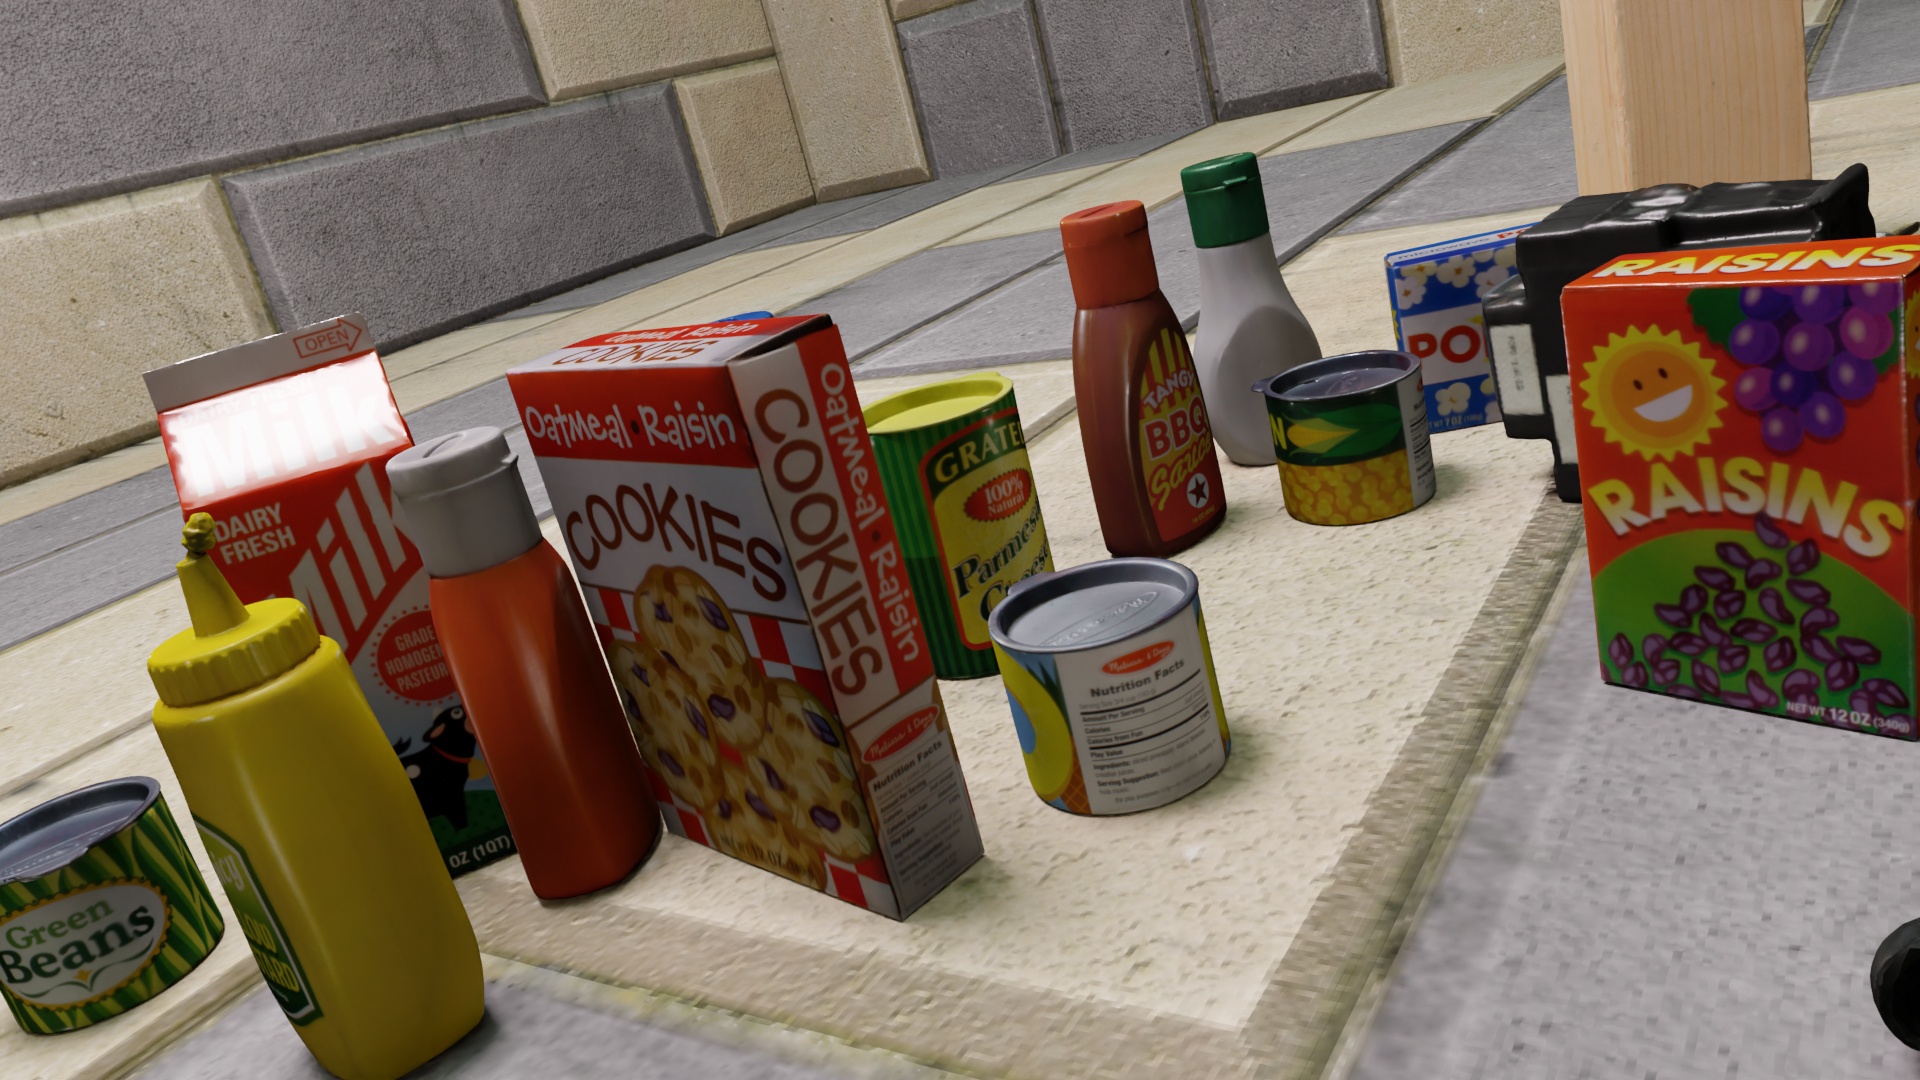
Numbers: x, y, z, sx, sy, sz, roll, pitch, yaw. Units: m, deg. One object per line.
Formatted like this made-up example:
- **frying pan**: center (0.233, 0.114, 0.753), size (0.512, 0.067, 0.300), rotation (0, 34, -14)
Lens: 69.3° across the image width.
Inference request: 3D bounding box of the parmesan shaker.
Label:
- **parmesan shaker**: center (0.002, -0.007, 0.546), size (0.071, 0.102, 0.071), rotation (-13, 18, 5)

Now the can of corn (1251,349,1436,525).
- **can of corn**: center (0.166, -0.045, 0.603), size (0.071, 0.058, 0.071), rotation (-13, 18, 5)

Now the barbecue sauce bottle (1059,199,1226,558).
- **barbecue sauce bottle**: center (0.076, -0.070, 0.602), size (0.043, 0.148, 0.065), rotation (4, 26, 45)

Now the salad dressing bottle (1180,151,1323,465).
- **salad dressing bottle**: center (0.140, -0.112, 0.678), size (0.064, 0.147, 0.044), rotation (-17, 18, -7)

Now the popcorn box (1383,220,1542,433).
- **popcorn box**: center (0.271, -0.105, 0.656), size (0.126, 0.085, 0.038), rotation (-10, 19, 14)

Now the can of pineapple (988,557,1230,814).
- **can of pineapple**: center (0.047, 0.044, 0.436), size (0.071, 0.057, 0.071), rotation (-13, 18, 5)

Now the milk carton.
- **milk carton**: center (-0.209, 0.022, 0.483), size (0.072, 0.190, 0.073), rotation (-21, 19, -19)

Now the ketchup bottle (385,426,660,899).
- **ketchup bottle**: center (-0.140, 0.038, 0.450), size (0.043, 0.148, 0.065), rotation (-14, 18, 2)

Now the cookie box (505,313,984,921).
- **cookie box**: center (-0.066, 0.019, 0.419), size (0.123, 0.167, 0.040), rotation (5, 26, 46)

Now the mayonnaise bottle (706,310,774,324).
- **mayonnaise bottle**: center (-0.073, -0.016, 0.558), size (0.041, 0.147, 0.065), rotation (-18, 18, -10)

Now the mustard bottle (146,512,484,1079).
- **mustard bottle**: center (-0.179, 0.068, 0.374), size (0.065, 0.159, 0.049), rotation (4, 26, 45)

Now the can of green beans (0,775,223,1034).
- **can of green beans**: center (-0.293, 0.121, 0.467), size (0.071, 0.057, 0.071), rotation (-13, 18, 5)

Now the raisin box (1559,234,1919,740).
- **raisin box**: center (0.218, -0.016, 0.377), size (0.040, 0.123, 0.086), rotation (-27, 21, -33)
